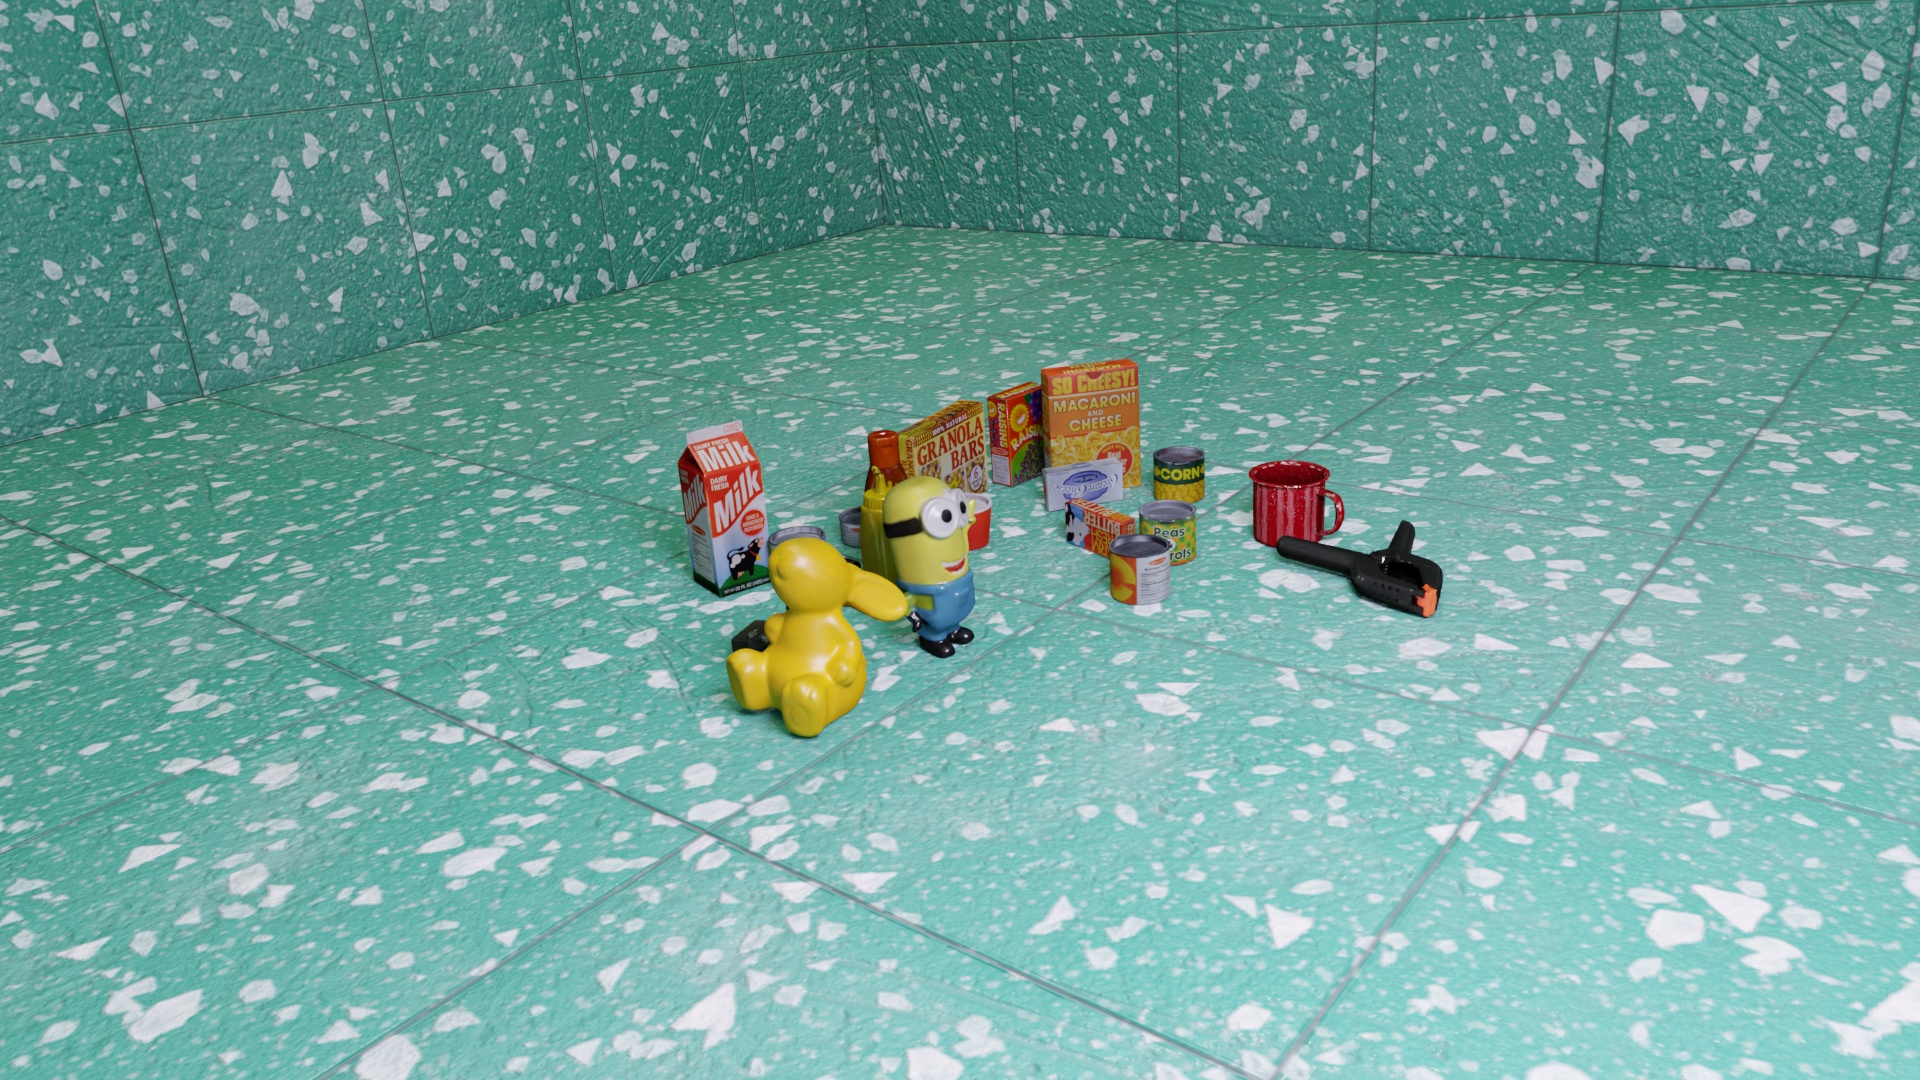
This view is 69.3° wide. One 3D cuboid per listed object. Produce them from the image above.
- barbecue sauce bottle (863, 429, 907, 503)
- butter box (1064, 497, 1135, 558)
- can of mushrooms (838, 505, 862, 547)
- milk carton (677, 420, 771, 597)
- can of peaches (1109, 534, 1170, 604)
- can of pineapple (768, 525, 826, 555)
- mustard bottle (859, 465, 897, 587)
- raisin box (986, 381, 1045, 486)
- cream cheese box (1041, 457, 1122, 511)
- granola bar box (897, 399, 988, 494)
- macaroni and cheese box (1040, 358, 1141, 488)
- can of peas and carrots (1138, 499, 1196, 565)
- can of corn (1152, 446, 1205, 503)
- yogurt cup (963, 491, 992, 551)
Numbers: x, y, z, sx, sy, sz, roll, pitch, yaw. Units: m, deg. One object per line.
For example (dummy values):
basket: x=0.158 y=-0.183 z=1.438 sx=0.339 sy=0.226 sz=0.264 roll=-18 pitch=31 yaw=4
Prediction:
barbecue sauce bottle: x=-0.087 y=-0.057 z=1.659 sx=0.065 sy=0.148 sz=0.044 roll=-9 pitch=21 yaw=-12
butter box: x=0.164 y=-0.012 z=1.627 sx=0.024 sy=0.053 sz=0.103 roll=-18 pitch=25 yaw=-31
can of mushrooms: x=-0.115 y=-0.018 z=1.723 sx=0.071 sy=0.033 sz=0.071 roll=-4 pitch=21 yaw=2
milk carton: x=-0.271 y=-0.040 z=1.594 sx=0.072 sy=0.189 sz=0.073 roll=-18 pitch=25 yaw=-32
can of peaches: x=0.194 y=0.031 z=1.507 sx=0.071 sy=0.057 sz=0.071 roll=-4 pitch=21 yaw=2
can of pineapple: x=-0.185 y=0.022 z=1.602 sx=0.071 sy=0.057 sz=0.071 roll=-4 pitch=21 yaw=2
mustard bottle: x=-0.081 y=-0.005 z=1.511 sx=0.049 sy=0.159 sz=0.065 roll=-16 pitch=24 yaw=-27
raisin box: x=0.081 y=-0.145 z=1.884 sx=0.086 sy=0.123 sz=0.040 roll=-23 pitch=28 yaw=-39
cream cheese box: x=0.157 y=-0.072 z=1.780 sx=0.104 sy=0.053 sz=0.024 roll=-10 pitch=22 yaw=-14
granola bar box: x=-0.025 y=-0.100 z=1.789 sx=0.039 sy=0.123 sz=0.166 roll=9 pitch=25 yaw=31
macaroni and cheese box: x=0.172 y=-0.146 z=1.813 sx=0.124 sy=0.165 sz=0.040 roll=-8 pitch=21 yaw=-10
can of peas and carrots: x=0.238 y=-0.008 z=1.596 sx=0.071 sy=0.058 sz=0.071 roll=-4 pitch=21 yaw=2
can of corn: x=0.280 y=-0.083 z=1.778 sx=0.071 sy=0.058 sz=0.071 roll=-4 pitch=21 yaw=2
yogurt cup: x=0.006 y=-0.021 z=1.680 sx=0.072 sy=0.053 sz=0.072 roll=-4 pitch=21 yaw=2
